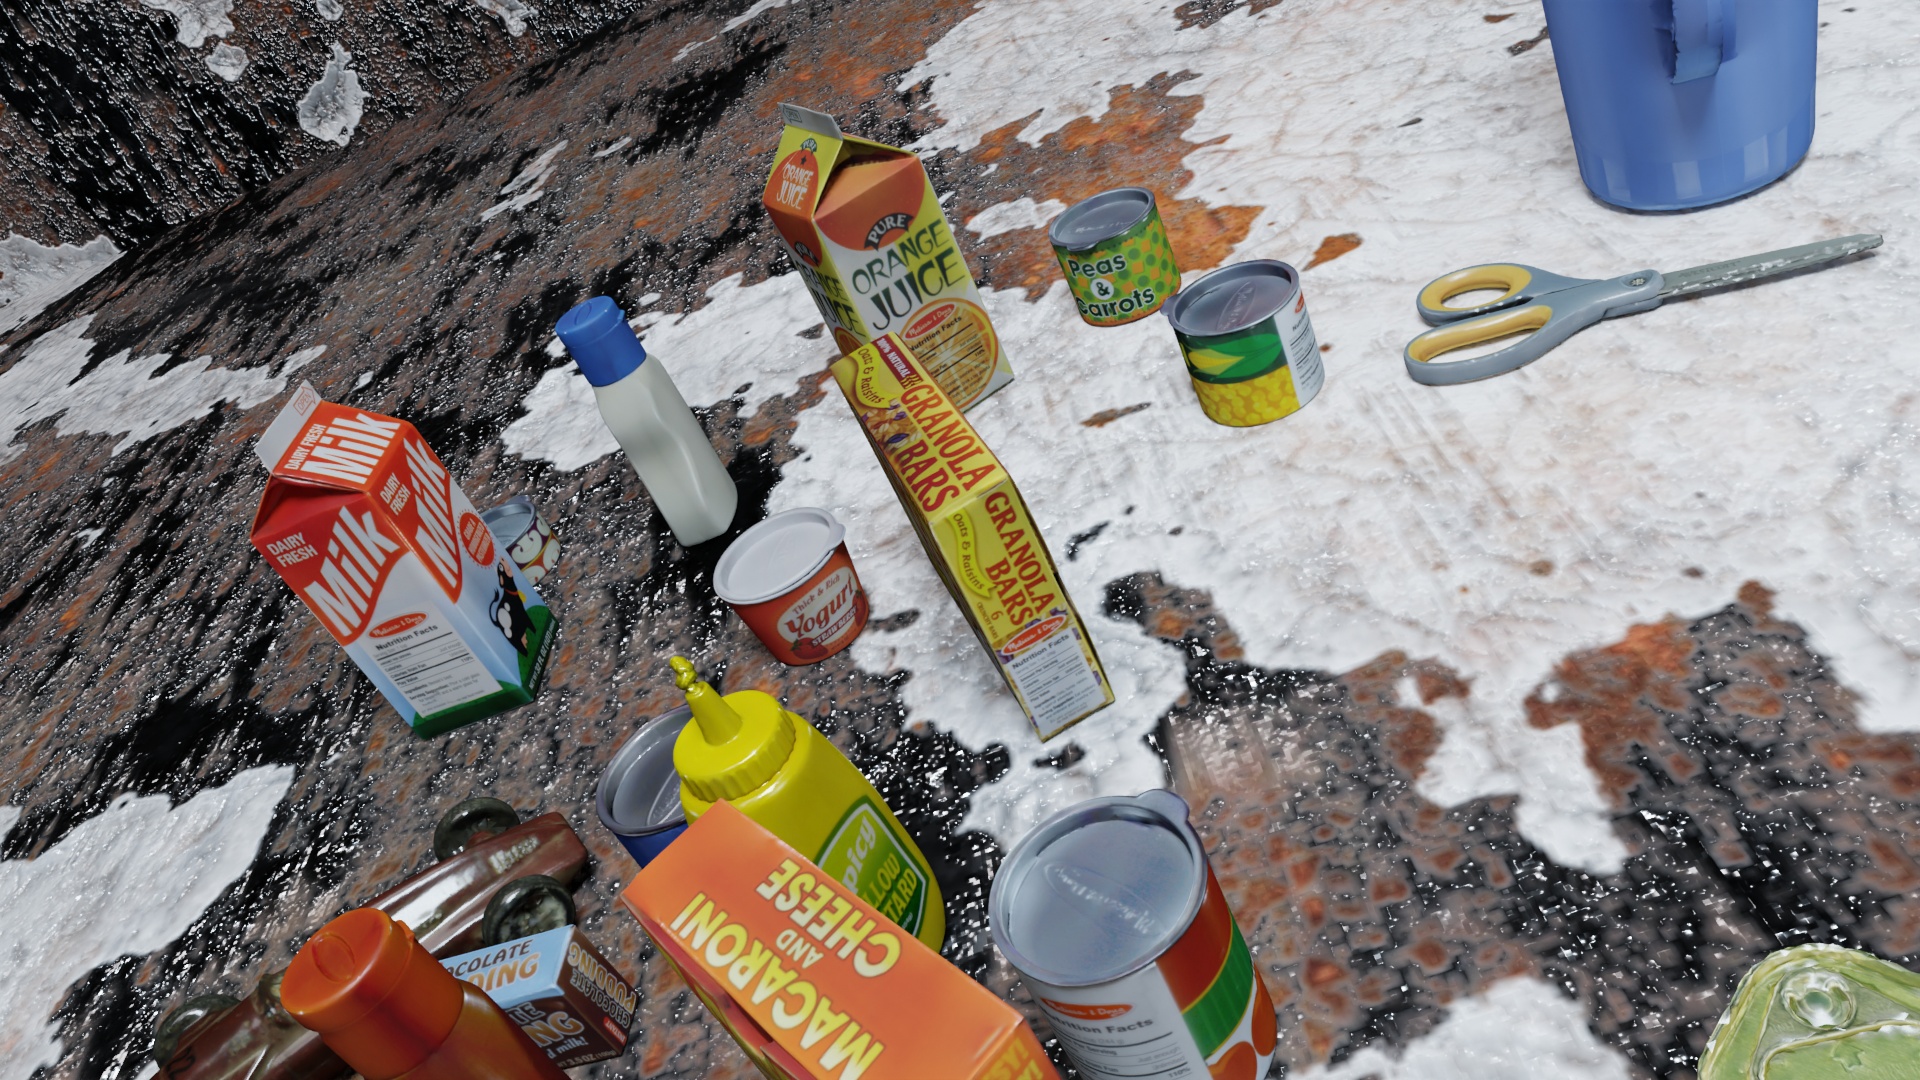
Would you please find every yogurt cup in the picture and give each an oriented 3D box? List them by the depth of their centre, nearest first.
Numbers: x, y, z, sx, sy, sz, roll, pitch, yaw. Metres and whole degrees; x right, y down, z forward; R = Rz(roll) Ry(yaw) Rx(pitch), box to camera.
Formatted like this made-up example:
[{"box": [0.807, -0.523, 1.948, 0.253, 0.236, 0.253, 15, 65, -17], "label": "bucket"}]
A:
[{"box": [-0.081, 0.025, 0.688, 0.072, 0.053, 0.073, -18, 34, 13], "label": "yogurt cup"}]

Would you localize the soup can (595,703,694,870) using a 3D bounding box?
[{"box": [-0.090, 0.115, 0.544, 0.071, 0.083, 0.072, -18, 34, 13], "label": "soup can"}]

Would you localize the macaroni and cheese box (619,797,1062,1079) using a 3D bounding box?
[{"box": [-0.007, 0.154, 0.356, 0.040, 0.165, 0.124, -43, 36, -23], "label": "macaroni and cheese box"}]

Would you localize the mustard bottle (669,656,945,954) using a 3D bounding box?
[{"box": [-0.058, 0.099, 0.472, 0.049, 0.159, 0.065, 2, 43, 37], "label": "mustard bottle"}]

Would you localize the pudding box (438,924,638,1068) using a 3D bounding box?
[{"box": [-0.175, 0.183, 0.540, 0.083, 0.049, 0.030, -17, 34, 14], "label": "pudding box"}]

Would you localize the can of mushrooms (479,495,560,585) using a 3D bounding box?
[{"box": [-0.287, 0.006, 0.874, 0.071, 0.033, 0.071, -18, 34, 13], "label": "can of mushrooms"}]

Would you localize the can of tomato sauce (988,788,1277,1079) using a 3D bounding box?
[{"box": [0.055, 0.129, 0.425, 0.071, 0.082, 0.071, -18, 34, 13], "label": "can of tomato sauce"}]

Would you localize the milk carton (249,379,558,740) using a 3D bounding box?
[{"box": [-0.300, 0.008, 0.737, 0.073, 0.189, 0.073, -20, 34, 11], "label": "milk carton"}]

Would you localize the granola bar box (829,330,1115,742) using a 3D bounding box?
[{"box": [0.002, -0.008, 0.611, 0.039, 0.123, 0.166, -29, 33, -3], "label": "granola bar box"}]

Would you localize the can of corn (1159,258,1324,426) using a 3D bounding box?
[{"box": [0.142, -0.099, 0.701, 0.071, 0.058, 0.071, -18, 34, 13], "label": "can of corn"}]

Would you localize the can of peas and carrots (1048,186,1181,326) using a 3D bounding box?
[{"box": [0.092, -0.168, 0.830, 0.071, 0.058, 0.071, -18, 34, 13], "label": "can of peas and carrots"}]

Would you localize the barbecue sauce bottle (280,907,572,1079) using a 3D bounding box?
[{"box": [-0.154, 0.176, 0.444, 0.044, 0.148, 0.065, -44, 36, -24], "label": "barbecue sauce bottle"}]

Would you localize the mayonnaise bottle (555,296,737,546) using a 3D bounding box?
[{"box": [-0.179, -0.069, 0.799, 0.041, 0.147, 0.065, -21, 33, 9], "label": "mayonnaise bottle"}]

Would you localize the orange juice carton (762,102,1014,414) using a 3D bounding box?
[{"box": [-0.047, -0.159, 0.791, 0.073, 0.192, 0.072, -36, 34, -13], "label": "orange juice carton"}]
